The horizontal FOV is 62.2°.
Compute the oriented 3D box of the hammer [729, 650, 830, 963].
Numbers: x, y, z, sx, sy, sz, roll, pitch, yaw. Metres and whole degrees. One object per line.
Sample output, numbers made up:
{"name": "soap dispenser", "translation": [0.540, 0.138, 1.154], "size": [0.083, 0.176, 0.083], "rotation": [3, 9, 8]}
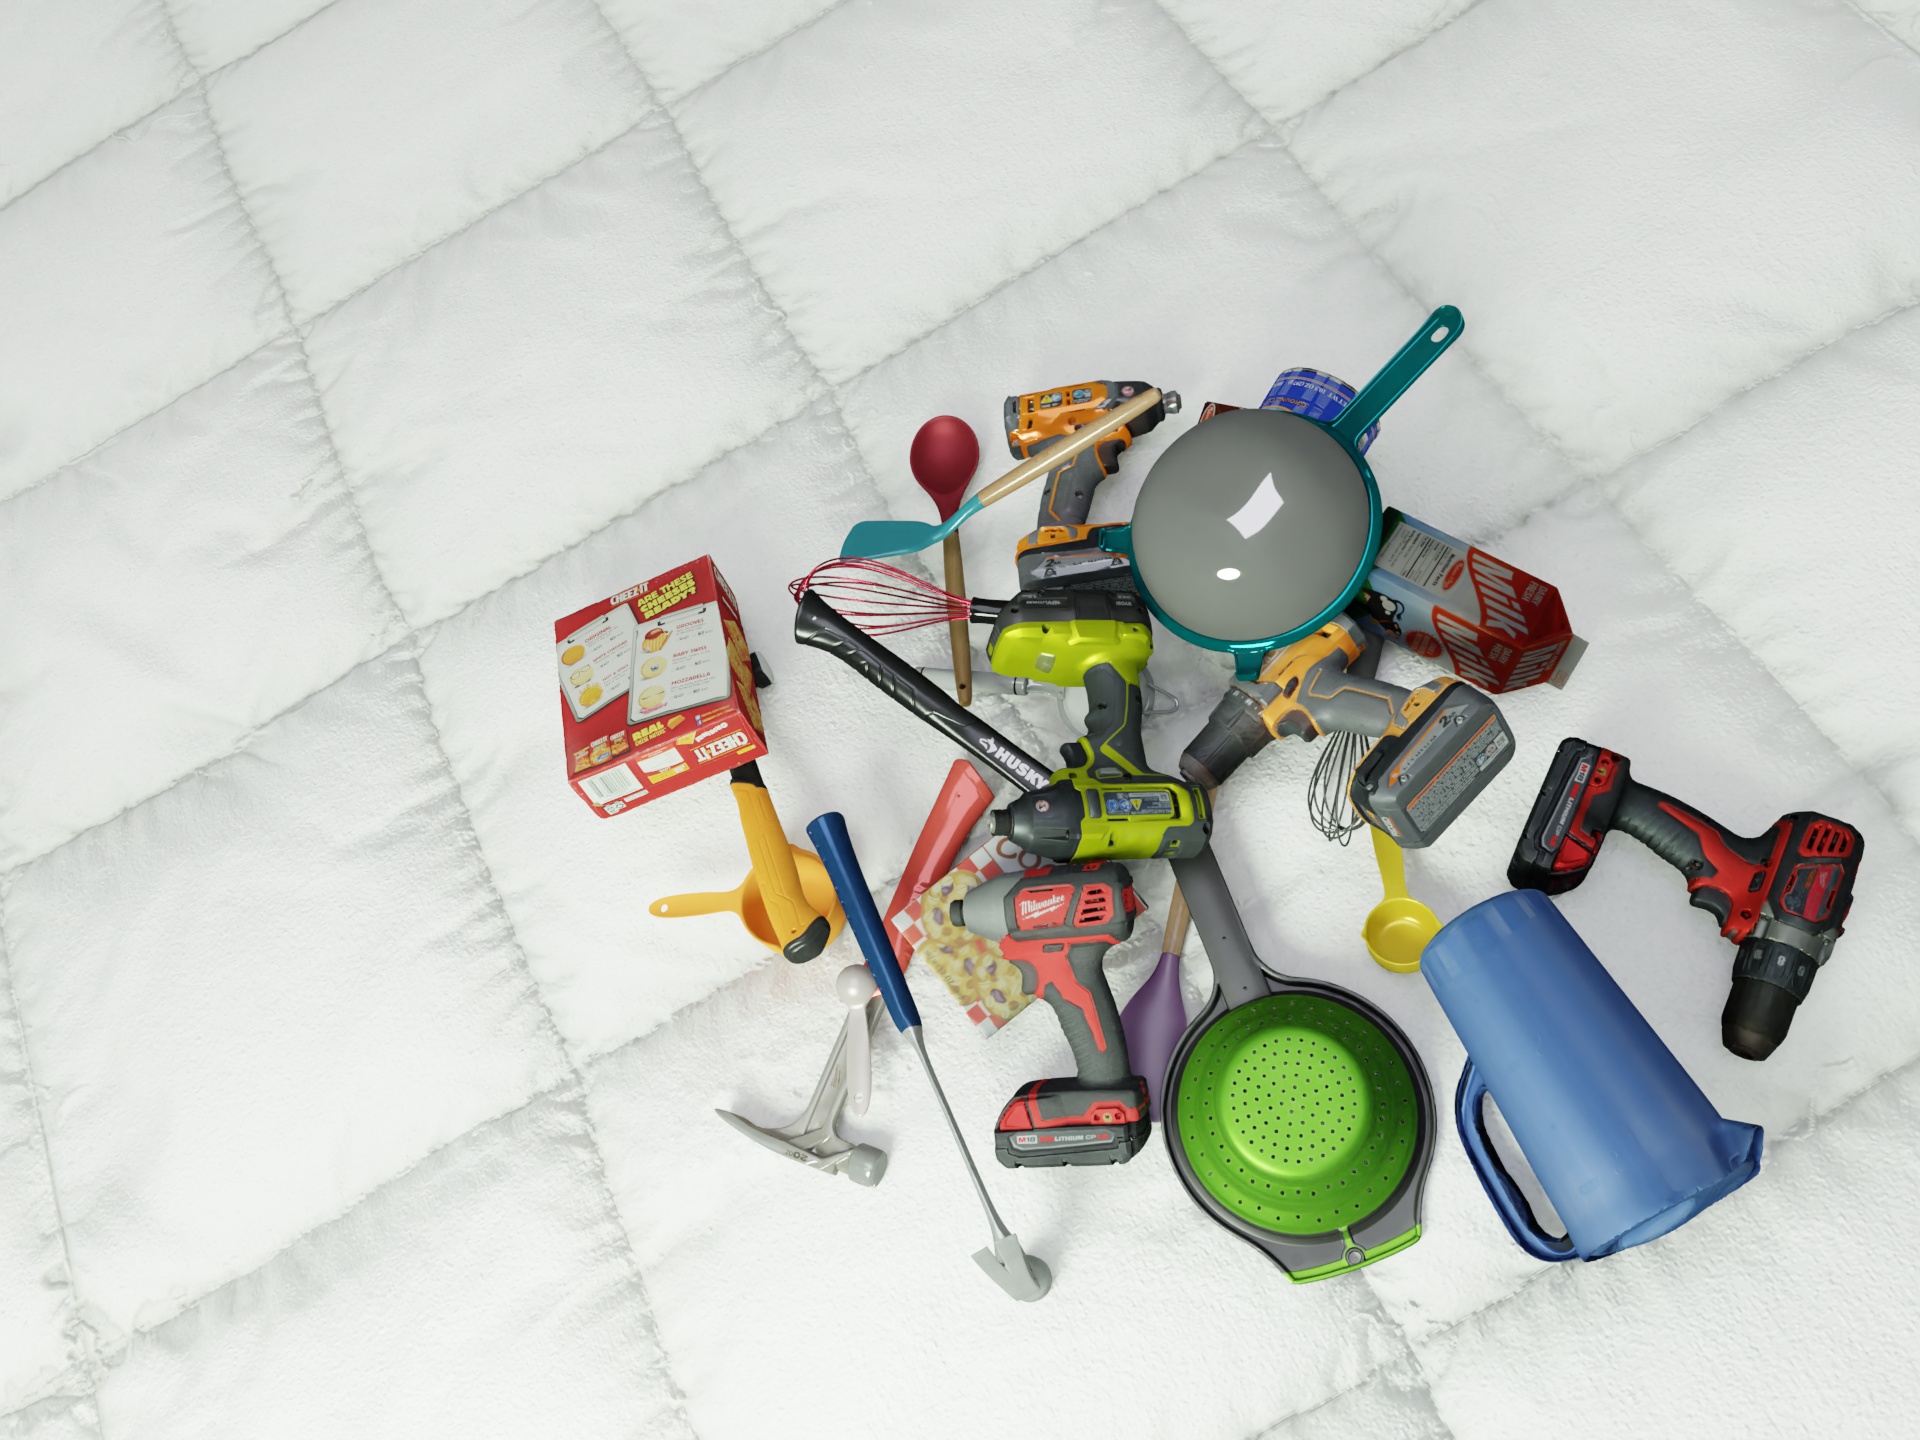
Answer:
{"name": "hammer", "translation": [-0.184, 0.078, 1.373], "size": [0.127, 0.034, 0.337], "rotation": [-28, 47, 2]}

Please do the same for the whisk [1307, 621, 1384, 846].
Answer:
{"name": "whisk", "translation": [0.326, -0.007, 1.309], "size": [0.055, 0.055, 0.239], "rotation": [7, 64, 19]}

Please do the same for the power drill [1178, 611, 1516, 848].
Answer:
{"name": "power drill", "translation": [0.286, 0.014, 1.232], "size": [0.185, 0.084, 0.226], "rotation": [-46, 38, -4]}

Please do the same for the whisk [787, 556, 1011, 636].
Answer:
{"name": "whisk", "translation": [-0.009, -0.098, 1.387], "size": [0.296, 0.073, 0.073], "rotation": [6, 68, 10]}

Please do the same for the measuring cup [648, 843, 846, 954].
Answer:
{"name": "measuring cup", "translation": [-0.180, 0.163, 1.371], "size": [0.173, 0.052, 0.095], "rotation": [-6, 65, 15]}

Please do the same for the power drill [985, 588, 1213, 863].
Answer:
{"name": "power drill", "translation": [0.095, 0.007, 1.266], "size": [0.171, 0.080, 0.223], "rotation": [0, 57, -13]}

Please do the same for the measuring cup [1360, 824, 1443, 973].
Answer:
{"name": "measuring cup", "translation": [0.342, 0.128, 1.258], "size": [0.062, 0.029, 0.157], "rotation": [-8, 53, 13]}

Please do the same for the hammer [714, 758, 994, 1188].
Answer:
{"name": "hammer", "translation": [-0.068, 0.196, 1.333], "size": [0.149, 0.036, 0.359], "rotation": [17, 73, 22]}

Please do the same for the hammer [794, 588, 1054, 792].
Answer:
{"name": "hammer", "translation": [-0.002, -0.004, 1.341], "size": [0.335, 0.035, 0.146], "rotation": [36, 84, 6]}

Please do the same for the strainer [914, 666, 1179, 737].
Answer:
{"name": "strainer", "translation": [0.061, -0.030, 1.396], "size": [0.258, 0.050, 0.087], "rotation": [5, 73, 21]}

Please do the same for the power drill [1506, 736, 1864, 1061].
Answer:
{"name": "power drill", "translation": [0.526, 0.127, 1.175], "size": [0.227, 0.080, 0.188], "rotation": [23, 75, 20]}

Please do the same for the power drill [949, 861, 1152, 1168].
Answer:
{"name": "power drill", "translation": [0.070, 0.221, 1.212], "size": [0.143, 0.078, 0.220], "rotation": [-6, 89, 15]}

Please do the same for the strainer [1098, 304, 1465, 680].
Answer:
{"name": "strainer", "translation": [0.265, -0.211, 1.258], "size": [0.340, 0.095, 0.211], "rotation": [-46, 61, 8]}

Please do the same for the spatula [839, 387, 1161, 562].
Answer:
{"name": "spatula", "translation": [0.034, -0.215, 1.401], "size": [0.317, 0.044, 0.082], "rotation": [-28, 24, 23]}

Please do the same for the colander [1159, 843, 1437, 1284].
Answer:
{"name": "colander", "translation": [0.219, 0.213, 1.196], "size": [0.204, 0.094, 0.397], "rotation": [-22, 66, 5]}

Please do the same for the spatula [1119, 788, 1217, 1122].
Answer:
{"name": "spatula", "translation": [0.173, 0.165, 1.288], "size": [0.060, 0.018, 0.316], "rotation": [11, 71, 17]}

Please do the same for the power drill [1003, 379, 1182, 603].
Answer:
{"name": "power drill", "translation": [0.124, -0.212, 1.437], "size": [0.164, 0.084, 0.227], "rotation": [-8, 61, 13]}

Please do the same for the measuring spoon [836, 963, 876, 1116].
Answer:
{"name": "measuring spoon", "translation": [-0.084, 0.256, 1.280], "size": [0.034, 0.018, 0.124], "rotation": [-9, 66, 12]}

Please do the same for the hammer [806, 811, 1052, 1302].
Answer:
{"name": "hammer", "translation": [-0.033, 0.247, 1.228], "size": [0.035, 0.144, 0.406], "rotation": [-26, 65, 0]}

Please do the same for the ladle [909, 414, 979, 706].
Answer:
{"name": "ladle", "translation": [-0.006, -0.150, 1.459], "size": [0.069, 0.031, 0.316], "rotation": [-12, 59, 13]}
